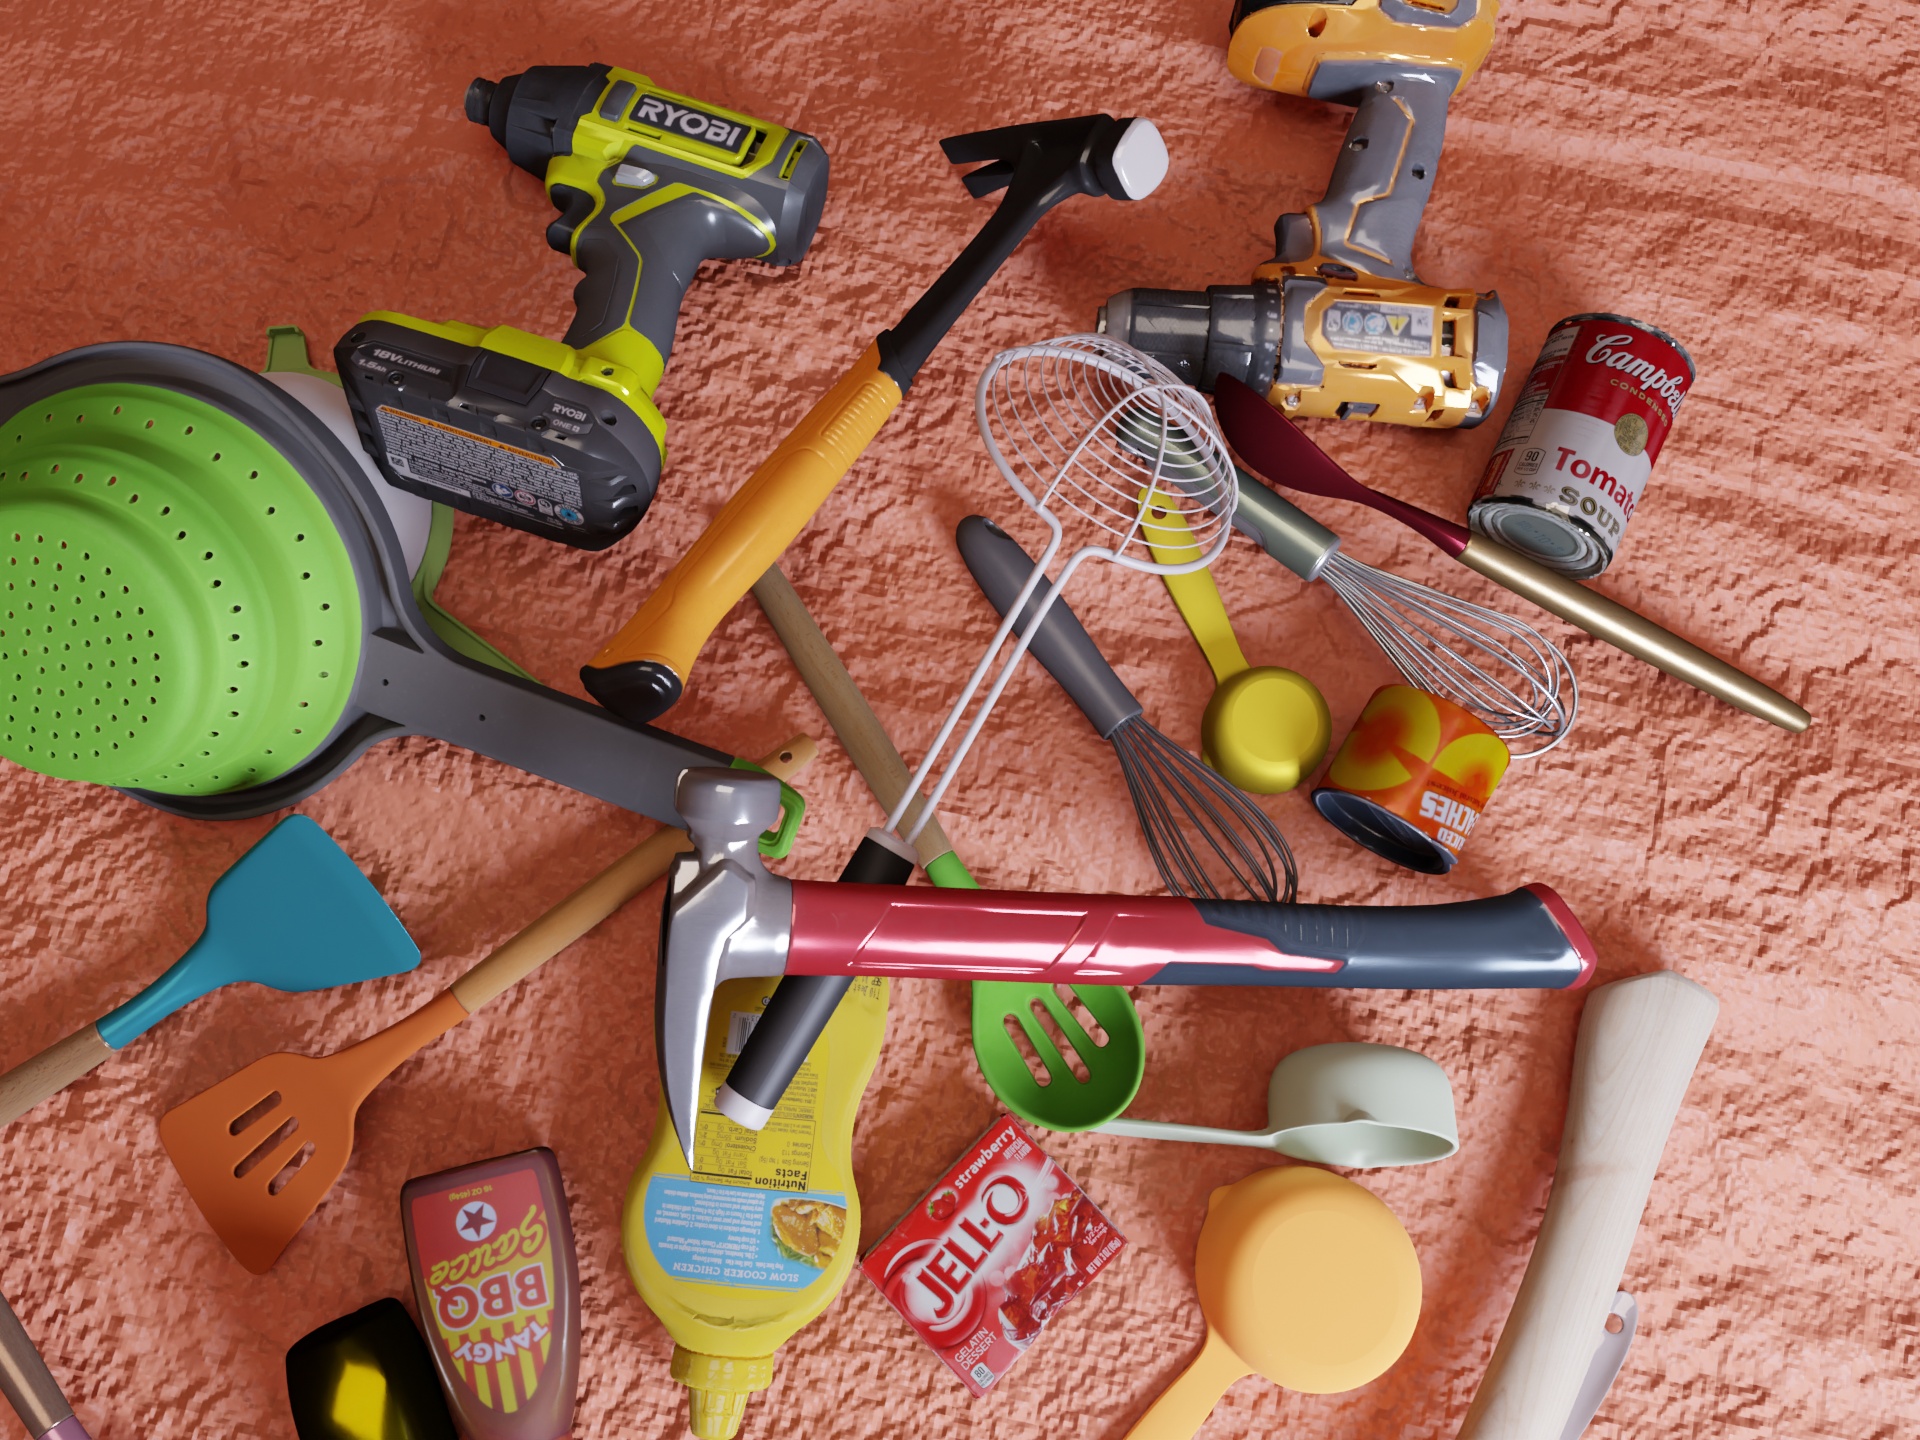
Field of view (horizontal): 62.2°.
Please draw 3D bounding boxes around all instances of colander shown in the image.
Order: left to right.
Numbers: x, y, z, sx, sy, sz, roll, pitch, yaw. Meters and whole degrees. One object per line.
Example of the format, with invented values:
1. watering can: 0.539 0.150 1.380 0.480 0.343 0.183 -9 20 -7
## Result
1. colander: -0.257 -0.013 0.633 0.397 0.094 0.204 21 110 -2

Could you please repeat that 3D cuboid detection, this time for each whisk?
1. whisk: 0.069 0.002 0.704 0.055 0.055 0.239 -34 76 -8
2. whisk: 0.171 -0.068 0.722 0.246 0.057 0.059 37 88 11

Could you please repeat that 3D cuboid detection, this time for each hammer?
1. hammer: -0.048 -0.137 0.678 0.127 0.034 0.337 17 64 47
2. hammer: 0.077 0.102 0.625 0.386 0.038 0.143 5 94 -17
3. hammer: 0.225 0.292 0.632 0.146 0.038 0.411 25 74 15

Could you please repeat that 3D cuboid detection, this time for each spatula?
1. spatula: -0.378 0.147 0.656 0.317 0.044 0.082 -33 111 -5
2. spatula: -0.193 0.106 0.686 0.322 0.041 0.081 -37 80 -13

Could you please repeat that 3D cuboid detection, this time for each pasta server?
1. pasta server: -0.368 0.254 0.628 0.060 0.040 0.316 -36 85 -9

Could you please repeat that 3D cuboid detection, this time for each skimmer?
1. skimmer: -0.001 -0.002 0.663 0.127 0.090 0.363 31 83 -9

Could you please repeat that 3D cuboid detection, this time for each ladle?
1. ladle: 0.247 -0.069 0.713 0.315 0.069 0.031 27 100 -6

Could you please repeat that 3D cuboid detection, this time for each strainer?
1. strainer: -0.266 -0.065 0.696 0.256 0.069 0.151 36 79 8

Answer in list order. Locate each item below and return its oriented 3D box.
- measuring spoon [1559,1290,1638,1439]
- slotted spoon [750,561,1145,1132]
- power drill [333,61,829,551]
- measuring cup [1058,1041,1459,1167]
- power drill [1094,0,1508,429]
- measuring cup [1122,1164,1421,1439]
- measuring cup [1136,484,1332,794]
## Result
1. measuring spoon: 0.248 0.292 0.662 0.034 0.018 0.124 33 72 18
2. slotted spoon: -0.021 0.038 0.699 0.070 0.031 0.314 -32 77 -2
3. power drill: -0.174 -0.198 0.708 0.171 0.080 0.223 18 61 1
4. measuring cup: 0.121 0.158 0.667 0.167 0.083 0.038 0 63 15
5. power drill: 0.161 -0.251 0.747 0.185 0.084 0.226 4 82 1
6. measuring cup: 0.115 0.258 0.643 0.095 0.052 0.173 43 78 7
7. measuring cup: 0.118 -0.041 0.721 0.062 0.029 0.156 -23 81 -6
